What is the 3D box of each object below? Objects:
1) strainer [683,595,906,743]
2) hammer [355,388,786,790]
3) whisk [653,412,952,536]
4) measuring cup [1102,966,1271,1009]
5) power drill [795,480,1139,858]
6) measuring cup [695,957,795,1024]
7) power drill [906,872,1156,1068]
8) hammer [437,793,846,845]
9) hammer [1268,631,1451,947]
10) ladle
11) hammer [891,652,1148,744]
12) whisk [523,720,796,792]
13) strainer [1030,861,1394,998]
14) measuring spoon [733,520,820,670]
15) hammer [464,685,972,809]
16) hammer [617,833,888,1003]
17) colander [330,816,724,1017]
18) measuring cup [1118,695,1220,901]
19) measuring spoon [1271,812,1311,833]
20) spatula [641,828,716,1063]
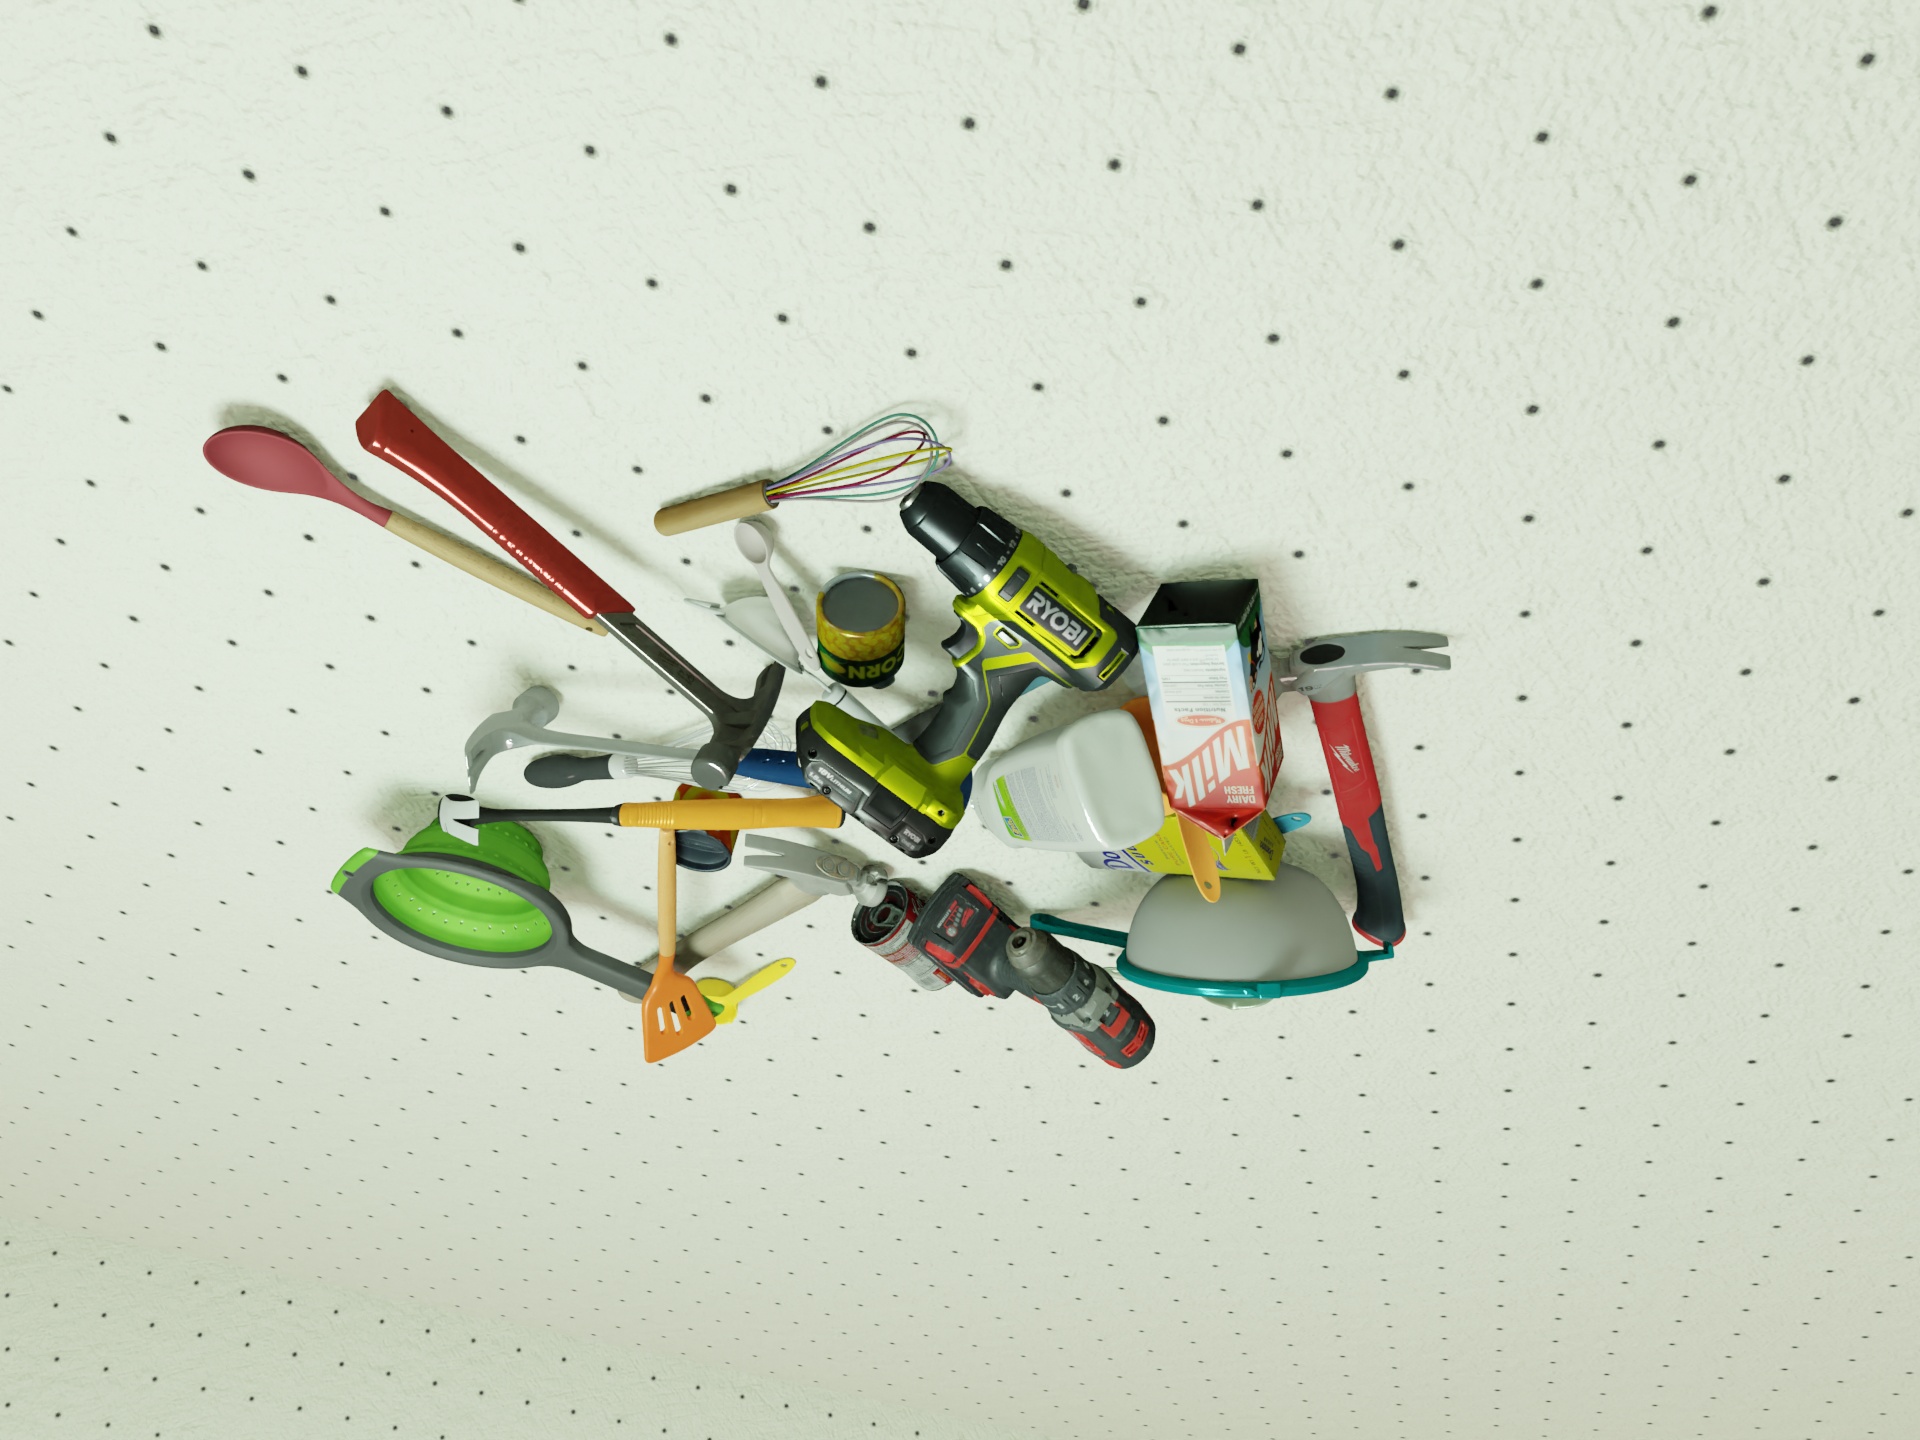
[{"bbox_3d":[-0.102,-0.027,1.226,0.050,0.087,0.258,-47,116,1],"label":"strainer"},{"bbox_3d":[-0.278,-0.107,1.155,0.358,0.149,0.036,43,126,-20],"label":"hammer"},{"bbox_3d":[-0.114,-0.160,1.083,0.245,0.047,0.051,-10,121,30],"label":"whisk"},{"bbox_3d":[0.219,0.236,1.523,0.167,0.038,0.083,6,143,9],"label":"measuring cup"},{"bbox_3d":[-0.013,-0.036,1.110,0.190,0.080,0.228,37,100,-16],"label":"power drill"},{"bbox_3d":[-0.232,0.280,1.701,0.156,0.029,0.062,-33,126,27],"label":"measuring cup"},{"bbox_3d":[0.052,0.212,1.402,0.227,0.080,0.187,22,161,50],"label":"power drill"},{"bbox_3d":[-0.252,0.078,1.319,0.336,0.034,0.127,1,-179,-26],"label":"hammer"},{"bbox_3d":[0.337,0.069,1.277,0.143,0.038,0.385,-7,139,19],"label":"hammer"},{"bbox_3d":[-0.404,-0.138,1.192,0.315,0.031,0.069,28,142,-25],"label":"ladle"},{"bbox_3d":[-0.002,-0.004,1.265,0.128,0.033,0.331,33,137,-28],"label":"hammer"},{"bbox_3d":[-0.263,0.037,1.366,0.284,0.070,0.070,-5,140,27],"label":"whisk"},{"bbox_3d":[0.191,0.163,1.390,0.340,0.095,0.211,4,-173,44],"label":"strainer"},{"bbox_3d":[-0.128,-0.092,1.160,0.034,0.018,0.124,-1,121,48],"label":"measuring spoon"},{"bbox_3d":[-0.193,0.033,1.239,0.405,0.144,0.035,7,114,14],"label":"hammer"},{"bbox_3d":[-0.245,0.209,1.579,0.146,0.038,0.410,20,145,-32],"label":"hammer"},{"bbox_3d":[-0.400,0.186,1.554,0.396,0.095,0.204,28,140,-25],"label":"colander"},{"bbox_3d":[0.158,0.068,1.212,0.095,0.174,0.052,-4,152,-22],"label":"measuring cup"},{"bbox_3d":[0.245,0.086,1.317,0.042,0.021,0.128,30,150,-22],"label":"measuring spoon"},{"bbox_3d":[-0.268,0.207,1.480,0.081,0.041,0.322,-25,146,-29],"label":"spatula"}]
